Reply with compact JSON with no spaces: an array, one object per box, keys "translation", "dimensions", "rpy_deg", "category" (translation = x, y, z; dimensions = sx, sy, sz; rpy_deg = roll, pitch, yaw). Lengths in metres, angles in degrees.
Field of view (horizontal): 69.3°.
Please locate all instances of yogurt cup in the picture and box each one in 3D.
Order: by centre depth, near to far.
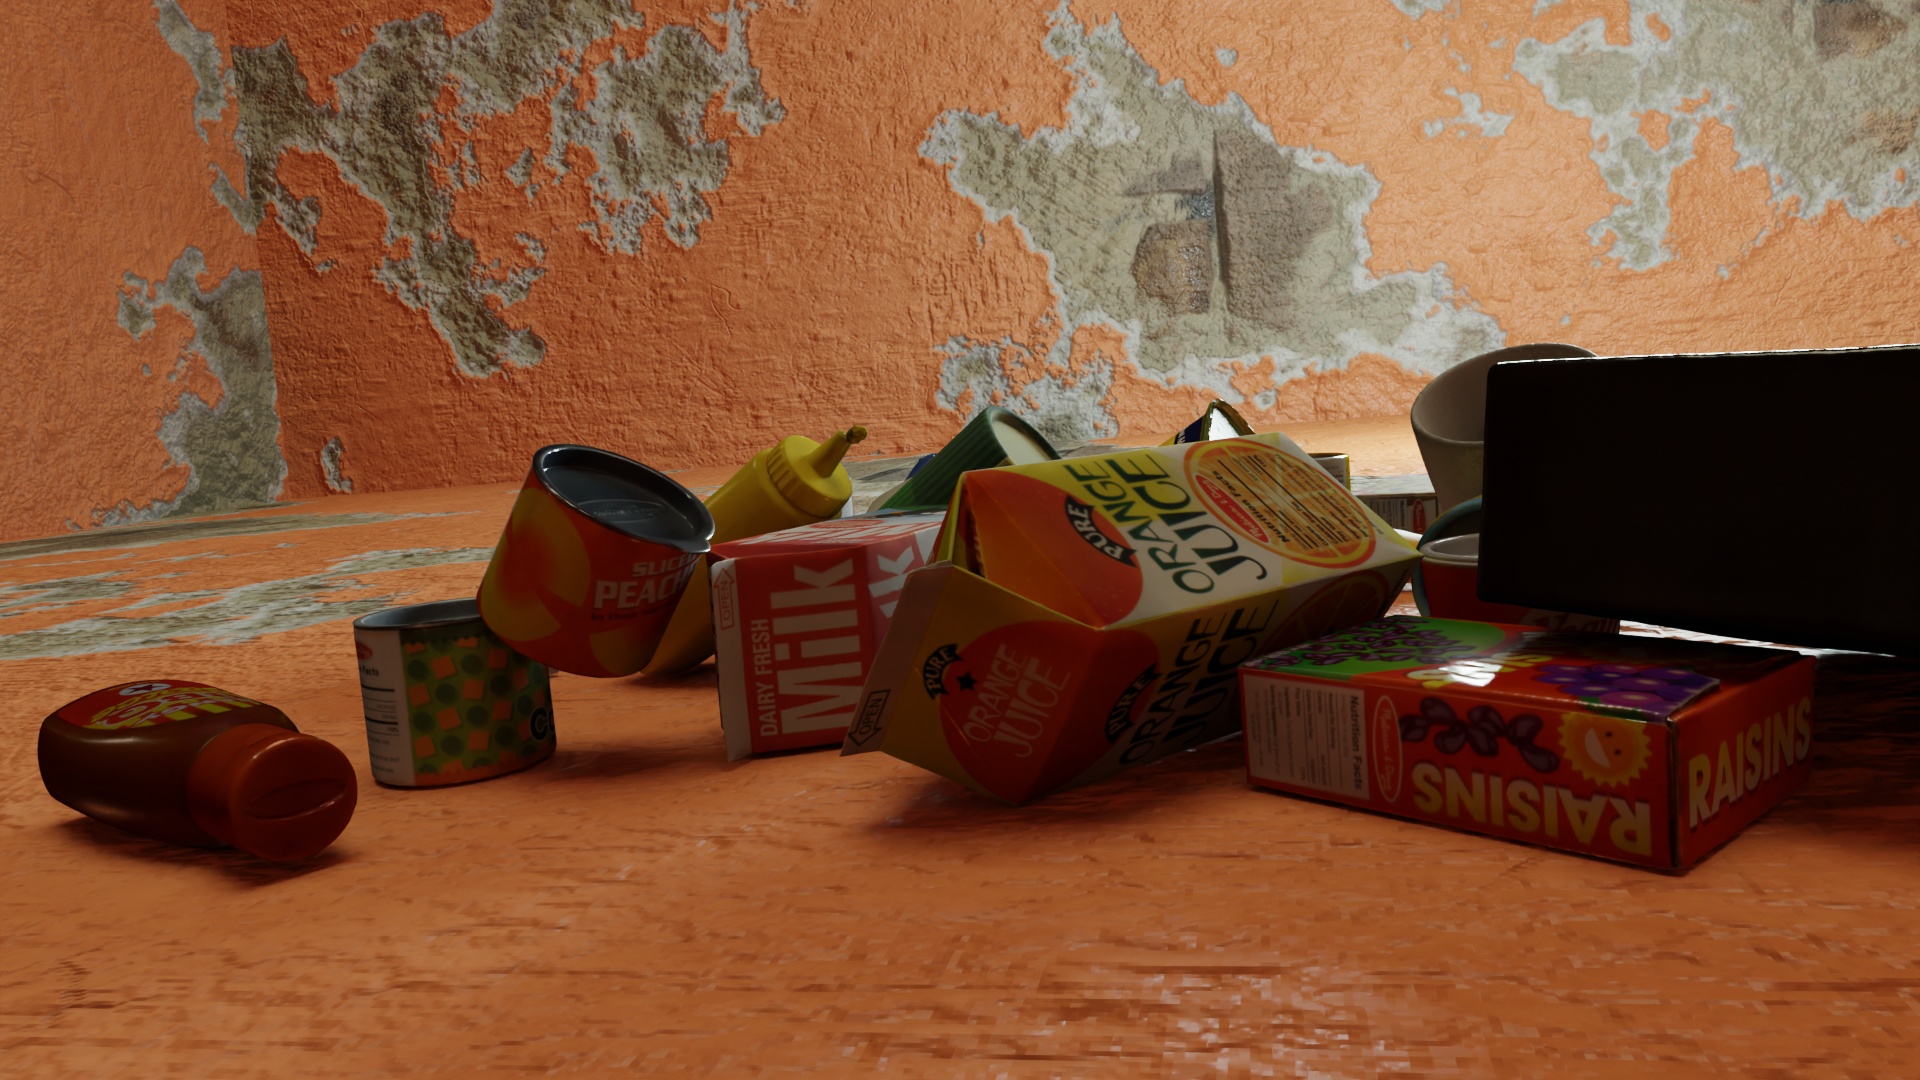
[{"translation":[0.195,0.027,0.480],"dimensions":[0.072,0.054,0.072],"rpy_deg":[-5,6,1],"category":"yogurt cup"}]

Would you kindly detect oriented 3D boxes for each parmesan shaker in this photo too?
[{"translation":[0.002,-0.009,0.686],"dimensions":[0.102,0.071,0.071],"rpy_deg":[-42,-9,22],"category":"parmesan shaker"}]

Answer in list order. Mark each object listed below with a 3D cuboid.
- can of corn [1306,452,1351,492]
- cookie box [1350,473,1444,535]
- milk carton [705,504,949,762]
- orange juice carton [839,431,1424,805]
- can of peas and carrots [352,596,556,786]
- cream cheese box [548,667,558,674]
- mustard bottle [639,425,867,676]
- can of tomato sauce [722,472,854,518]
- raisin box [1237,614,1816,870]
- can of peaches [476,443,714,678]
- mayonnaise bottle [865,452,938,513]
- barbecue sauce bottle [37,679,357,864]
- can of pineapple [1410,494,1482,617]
[{"translation":[0.222,-0.026,0.912],"dimensions":[0.071,0.058,0.071],"rpy_deg":[-5,6,1],"category":"can of corn"},{"translation":[0.331,-0.019,0.843],"dimensions":[0.167,0.040,0.123],"rpy_deg":[0,8,35],"category":"cookie box"},{"translation":[-0.038,0.029,0.553],"dimensions":[0.073,0.072,0.191],"rpy_deg":[-1,8,28],"category":"milk carton"},{"translation":[0.050,0.022,0.438],"dimensions":[0.193,0.071,0.073],"rpy_deg":[-10,45,-38],"category":"orange juice carton"},{"translation":[-0.183,0.053,0.514],"dimensions":[0.071,0.058,0.071],"rpy_deg":[-4,6,1],"category":"can of peas and carrots"},{"translation":[-0.246,0.055,0.701],"dimensions":[0.053,0.024,0.103],"rpy_deg":[-10,8,-35],"category":"cream cheese box"},{"translation":[-0.093,-0.002,0.625],"dimensions":[0.159,0.049,0.065],"rpy_deg":[-43,-12,25],"category":"mustard bottle"},{"translation":[-0.087,0.009,0.724],"dimensions":[0.071,0.083,0.071],"rpy_deg":[-5,6,1],"category":"can of tomato sauce"},{"translation":[0.153,0.049,0.384],"dimensions":[0.086,0.040,0.123],"rpy_deg":[-9,8,-40],"category":"raisin box"},{"translation":[-0.127,0.008,0.488],"dimensions":[0.071,0.058,0.071],"rpy_deg":[26,17,-9],"category":"can of peaches"},{"translation":[-0.030,-0.007,0.816],"dimensions":[0.064,0.041,0.149],"rpy_deg":[-14,21,22],"category":"mayonnaise bottle"},{"translation":[-0.244,0.073,0.450],"dimensions":[0.148,0.043,0.065],"rpy_deg":[2,8,43],"category":"barbecue sauce bottle"},{"translation":[0.216,0.013,0.545],"dimensions":[0.071,0.071,0.058],"rpy_deg":[-1,8,36],"category":"can of pineapple"}]
